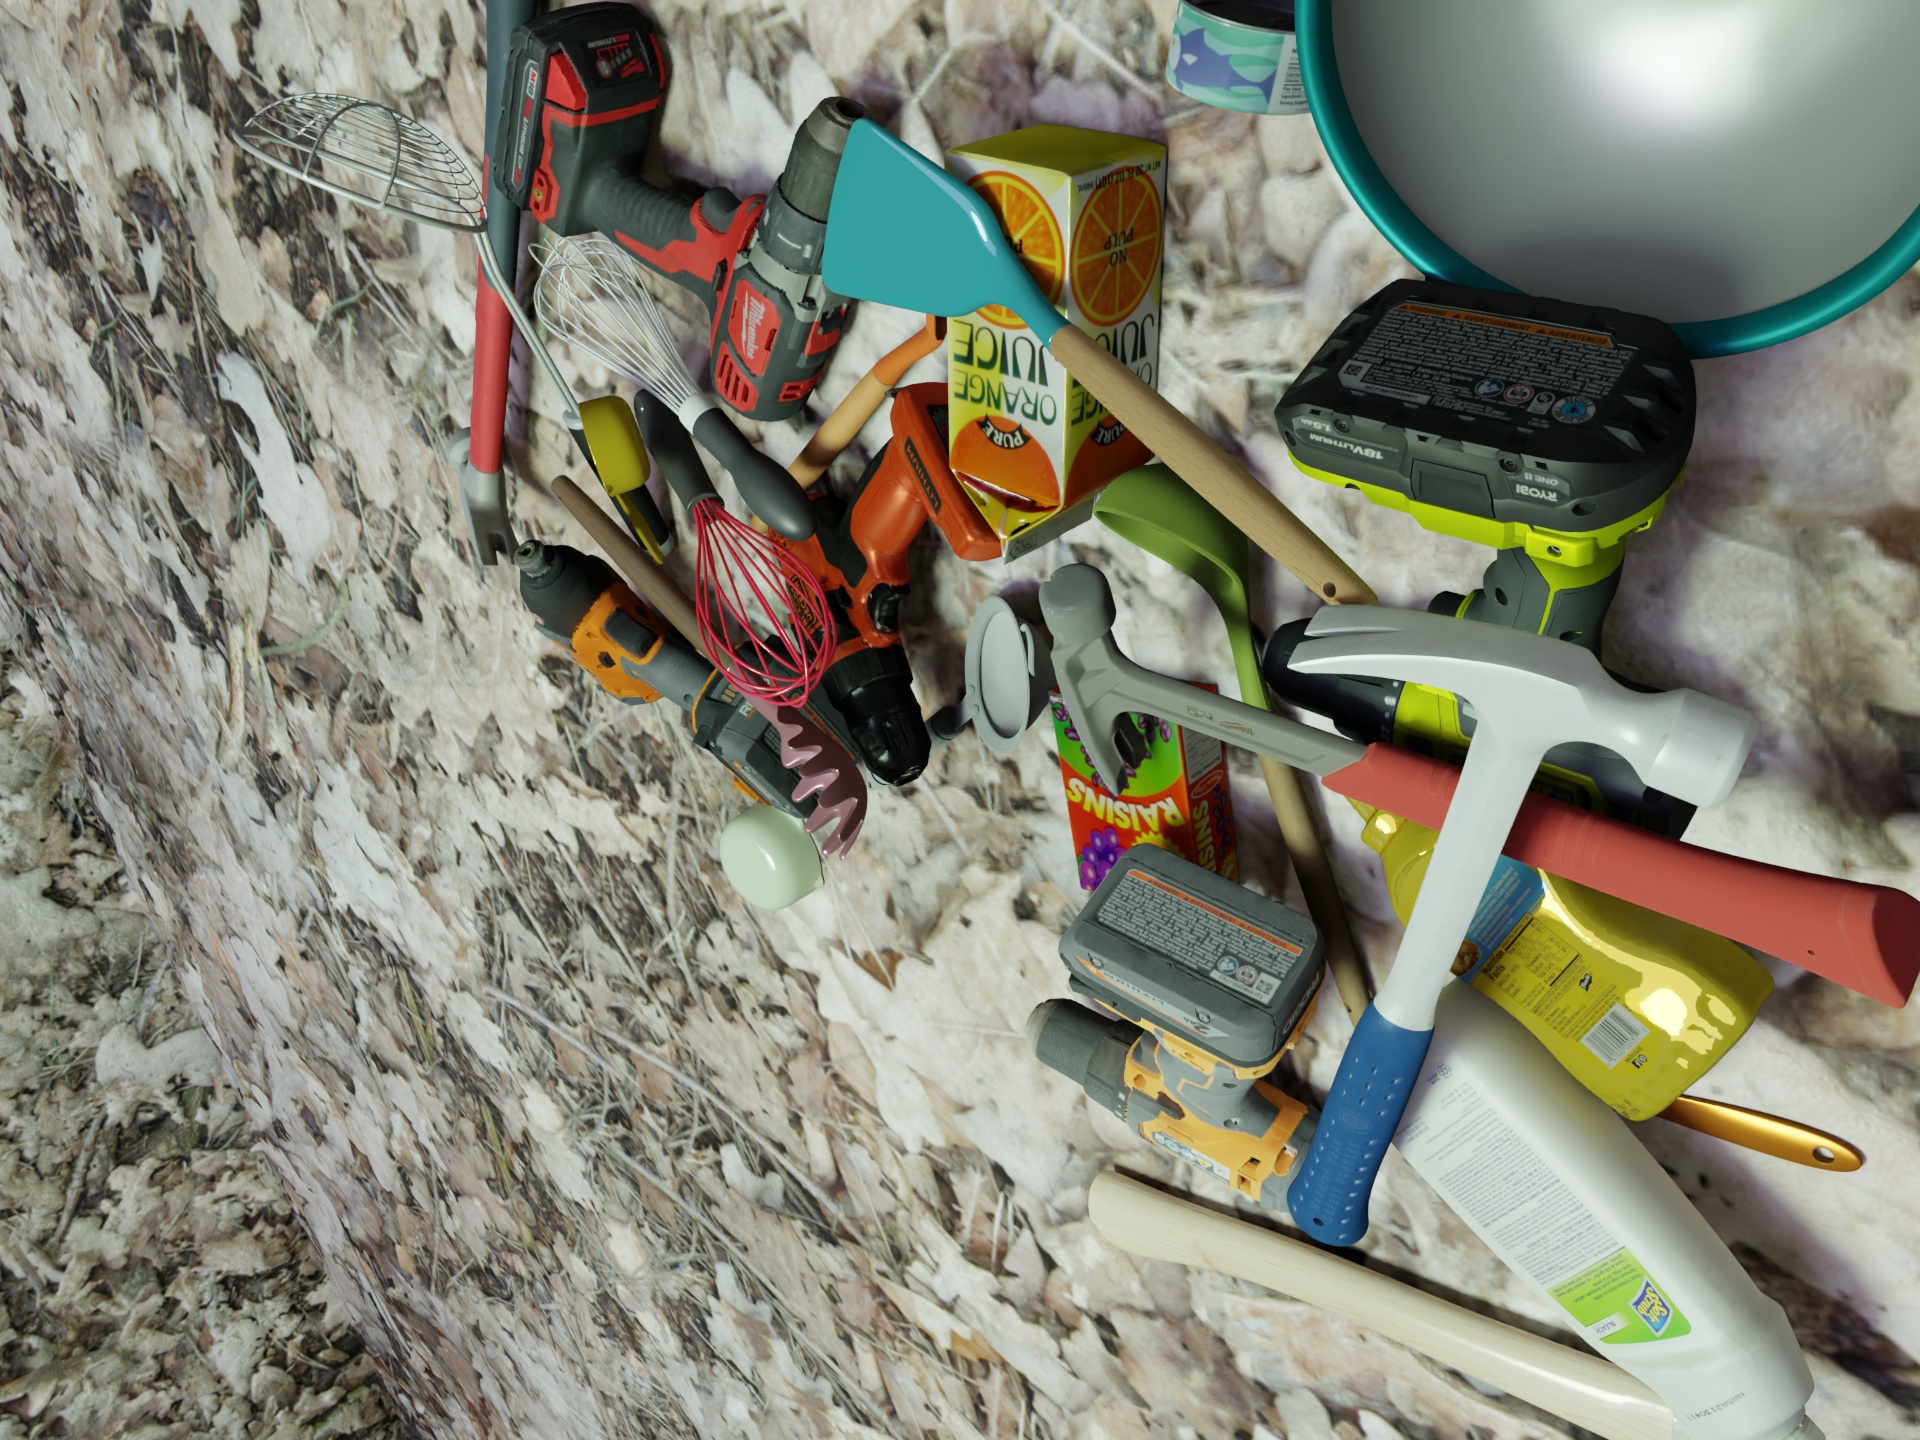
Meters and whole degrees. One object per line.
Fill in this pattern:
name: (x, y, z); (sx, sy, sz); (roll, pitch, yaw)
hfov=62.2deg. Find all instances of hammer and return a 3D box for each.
hammer: (0.239, 0.322, 0.895); (0.411, 0.038, 0.146); (9, 119, 43)
hammer: (0.195, 0.035, 0.654); (0.359, 0.037, 0.149); (22, 154, 33)
hammer: (-0.292, -0.283, 1.012); (0.143, 0.038, 0.386); (-118, 34, -40)
hammer: (0.181, 0.111, 0.660); (0.144, 0.035, 0.405); (23, 142, 19)

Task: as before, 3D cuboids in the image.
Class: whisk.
whisk: (-0.142, -0.111, 0.925); (0.296, 0.073, 0.073); (58, 148, 40)
whisk: (-0.168, -0.197, 0.929); (0.285, 0.070, 0.070); (48, 140, 25)

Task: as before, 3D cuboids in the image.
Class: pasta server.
pasta server: (-0.152, -0.042, 0.921); (0.316, 0.040, 0.060); (45, 155, 24)

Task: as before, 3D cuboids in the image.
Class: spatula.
spatula: (-0.058, -0.182, 0.864); (0.041, 0.081, 0.322); (30, 148, -16)
spatula: (0.048, -0.138, 0.644); (0.318, 0.044, 0.082); (49, 138, 32)

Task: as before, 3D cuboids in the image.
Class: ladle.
ladle: (0.145, 0.022, 0.783); (0.320, 0.062, 0.078); (68, 166, -17)

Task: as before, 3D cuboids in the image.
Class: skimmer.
skimmer: (-0.275, -0.206, 0.931); (0.127, 0.090, 0.362); (38, 162, 38)

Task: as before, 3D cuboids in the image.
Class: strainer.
strainer: (0.212, -0.200, 0.557); (0.211, 0.095, 0.340); (35, 158, 7)
strainer: (-0.001, -0.003, 0.928); (0.258, 0.050, 0.087); (-36, 60, 56)

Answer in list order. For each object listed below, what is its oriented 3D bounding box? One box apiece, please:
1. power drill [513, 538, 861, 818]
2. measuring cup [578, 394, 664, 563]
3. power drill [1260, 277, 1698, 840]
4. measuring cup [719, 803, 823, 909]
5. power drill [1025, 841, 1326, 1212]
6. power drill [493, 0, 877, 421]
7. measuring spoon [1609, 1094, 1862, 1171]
power drill: (-0.183, -0.037, 1.014); (0.227, 0.084, 0.164); (28, 166, 30)
measuring cup: (-0.194, -0.141, 0.970); (0.156, 0.029, 0.062); (74, 176, -65)
power drill: (0.195, -0.053, 0.624); (0.191, 0.080, 0.228); (22, 152, 34)
measuring cup: (-0.129, 0.069, 1.102); (0.083, 0.038, 0.167); (40, 138, 20)
power drill: (0.108, 0.162, 0.854); (0.185, 0.084, 0.226); (24, 149, 28)
power drill: (-0.142, -0.294, 0.857); (0.227, 0.080, 0.187); (43, 138, 13)
measuring spoon: (0.342, 0.183, 0.718); (0.117, 0.011, 0.021); (10, 122, 42)
